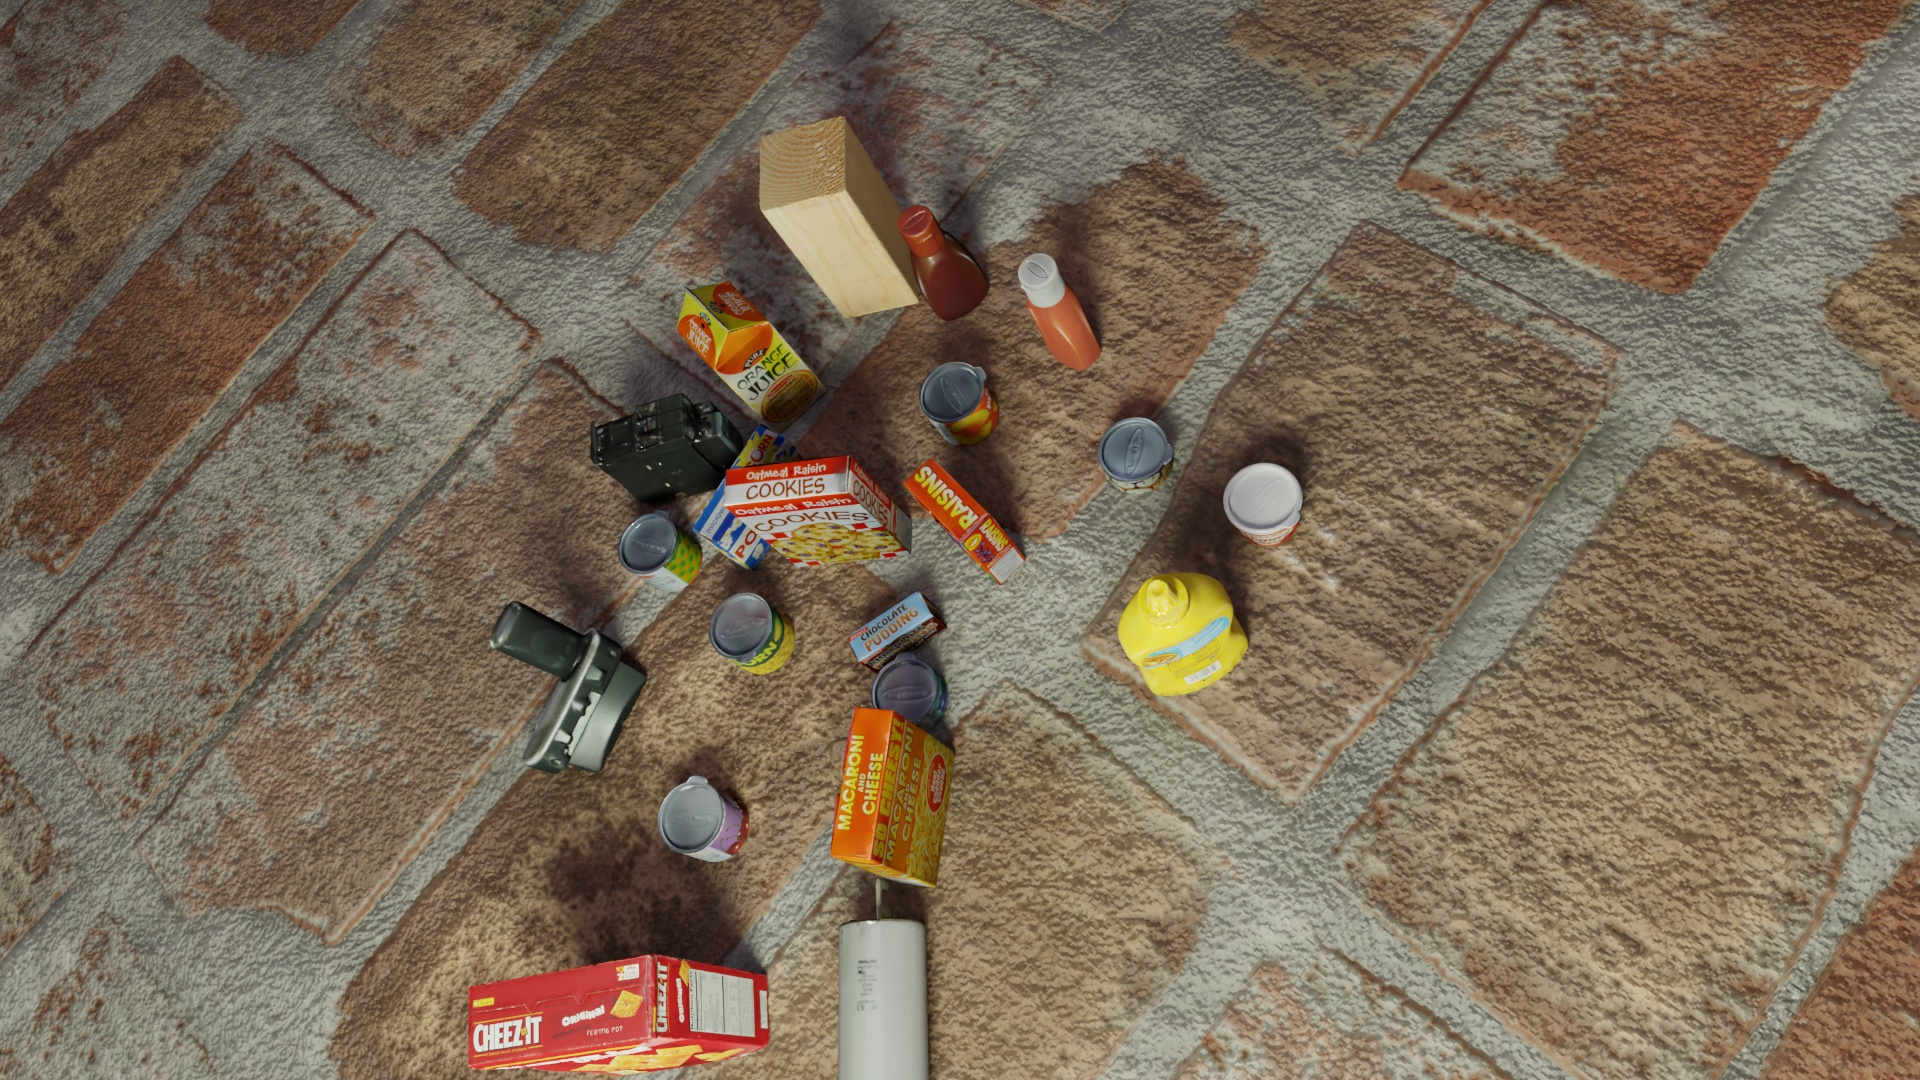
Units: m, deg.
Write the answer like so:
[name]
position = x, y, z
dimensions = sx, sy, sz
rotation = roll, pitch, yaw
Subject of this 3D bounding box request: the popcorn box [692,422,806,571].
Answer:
[popcorn box]
position = -0.203, -0.041, 1.384
dimensions = 0.038, 0.085, 0.127
rotation = 27, 79, 26

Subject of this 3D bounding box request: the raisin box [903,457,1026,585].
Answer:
[raisin box]
position = 0.005, -0.016, 1.282
dimensions = 0.040, 0.123, 0.086
rotation = -43, 62, -1

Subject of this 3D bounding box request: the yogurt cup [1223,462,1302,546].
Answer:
[yogurt cup]
position = 0.272, -0.029, 1.237
dimensions = 0.072, 0.054, 0.072
rotation = -7, 67, 16

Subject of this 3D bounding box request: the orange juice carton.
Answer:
[orange juice carton]
position = -0.214, -0.189, 1.387
dimensions = 0.073, 0.192, 0.072
rotation = -43, 62, -1

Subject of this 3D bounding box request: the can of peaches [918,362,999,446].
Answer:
[can of peaches]
position = 0.001, -0.135, 1.368
dimensions = 0.071, 0.058, 0.071
rotation = -7, 67, 16

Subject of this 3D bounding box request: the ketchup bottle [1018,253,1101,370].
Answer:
[ketchup bottle]
position = 0.091, -0.219, 1.321
dimensions = 0.043, 0.148, 0.065
rotation = -46, 63, -2

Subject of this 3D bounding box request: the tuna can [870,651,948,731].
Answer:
[tuna can]
position = -0.047, 0.141, 1.287
dimensions = 0.071, 0.032, 0.071
rotation = -7, 67, 16

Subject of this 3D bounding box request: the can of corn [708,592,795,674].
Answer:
[can of corn]
position = -0.200, 0.093, 1.344
dimensions = 0.071, 0.058, 0.071
rotation = -7, 67, 16

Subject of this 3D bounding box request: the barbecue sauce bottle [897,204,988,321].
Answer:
[barbecue sauce bottle]
position = -0.021, -0.278, 1.383
dimensions = 0.065, 0.148, 0.044
rotation = -36, 63, 2

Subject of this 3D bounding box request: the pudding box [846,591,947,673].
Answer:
[pudding box]
position = -0.059, 0.086, 1.304
dimensions = 0.083, 0.049, 0.030
rotation = -33, 63, 4

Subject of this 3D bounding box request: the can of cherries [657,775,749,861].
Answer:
[can of cherries]
position = -0.236, 0.259, 1.289
dimensions = 0.071, 0.058, 0.072
rotation = -7, 67, 16

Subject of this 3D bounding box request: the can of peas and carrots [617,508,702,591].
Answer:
[can of peas and carrots]
position = -0.303, 0.011, 1.412
dimensions = 0.071, 0.058, 0.071
rotation = -7, 67, 16

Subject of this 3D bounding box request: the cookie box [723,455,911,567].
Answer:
[cookie box]
position = -0.131, -0.026, 1.307
dimensions = 0.123, 0.167, 0.040
rotation = -6, 68, 17

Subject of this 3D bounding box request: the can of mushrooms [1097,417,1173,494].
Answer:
[can of mushrooms]
position = 0.167, -0.079, 1.303
dimensions = 0.071, 0.033, 0.071
rotation = -7, 67, 16

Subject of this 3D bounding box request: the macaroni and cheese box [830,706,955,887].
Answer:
[macaroni and cheese box]
position = -0.055, 0.222, 1.182
dimensions = 0.040, 0.166, 0.124
rotation = 1, 70, 19
